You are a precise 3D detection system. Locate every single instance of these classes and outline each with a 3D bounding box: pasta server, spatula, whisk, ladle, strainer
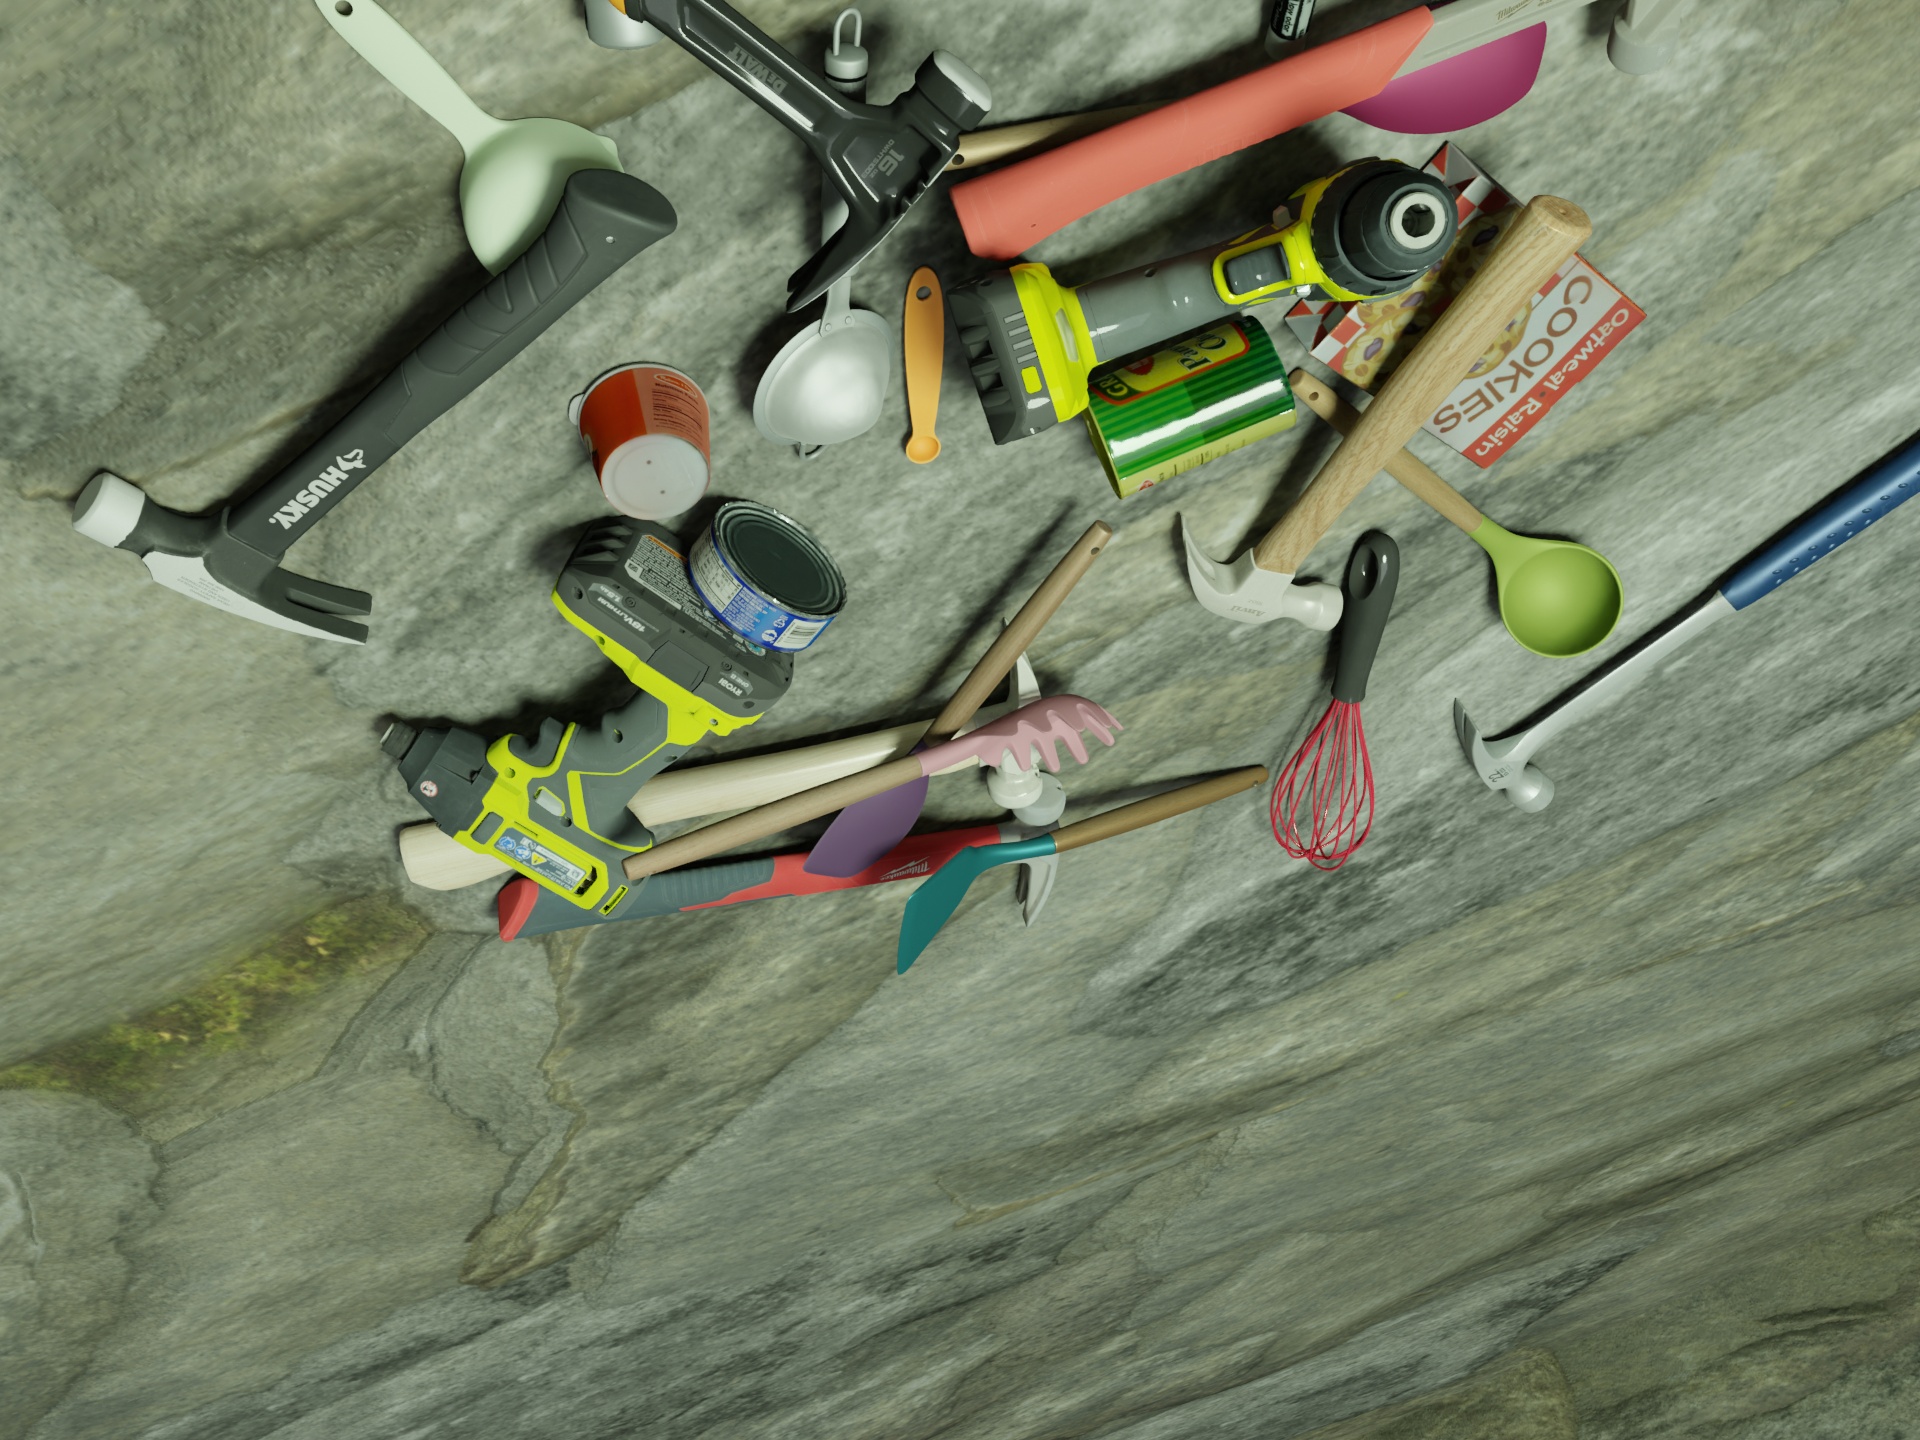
[{"bbox_3d":[-0.047,0.042,0.948,0.316,0.040,0.060,-19,159,-22],"label":"pasta server"},{"bbox_3d":[-0.002,-0.003,0.983,0.059,0.018,0.315,12,129,-37],"label":"spatula"},{"bbox_3d":[0.264,-0.005,1.100,0.073,0.073,0.295,-9,132,-11],"label":"whisk"},{"bbox_3d":[0.089,0.086,1.092,0.317,0.044,0.082,-17,138,-24],"label":"spatula"},{"bbox_3d":[0.309,-0.128,0.987,0.319,0.062,0.078,27,121,-35],"label":"ladle"},{"bbox_3d":[-0.058,-0.212,0.760,0.087,0.050,0.258,-28,147,-27],"label":"strainer"}]

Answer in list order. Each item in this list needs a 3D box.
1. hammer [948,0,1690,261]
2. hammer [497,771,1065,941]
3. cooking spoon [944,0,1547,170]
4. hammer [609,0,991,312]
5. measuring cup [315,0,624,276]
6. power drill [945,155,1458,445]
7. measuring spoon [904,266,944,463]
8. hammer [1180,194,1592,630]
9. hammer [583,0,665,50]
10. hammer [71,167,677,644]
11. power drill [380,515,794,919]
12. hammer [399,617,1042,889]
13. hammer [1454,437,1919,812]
[{"bbox_3d":[0.166,-0.298,0.724,0.359,0.037,0.149,-20,156,5],"label":"hammer"},{"bbox_3d":[-0.120,0.117,1.106,0.386,0.038,0.143,-7,138,-12],"label":"hammer"},{"bbox_3d":[0.138,-0.298,0.773,0.319,0.017,0.068,-12,139,-8],"label":"cooking spoon"},{"bbox_3d":[-0.152,-0.298,0.611,0.336,0.034,0.127,32,123,-27],"label":"hammer"},{"bbox_3d":[-0.210,-0.248,0.686,0.083,0.038,0.167,-33,138,16],"label":"measuring cup"},{"bbox_3d":[0.113,-0.204,0.750,0.228,0.191,0.080,-18,103,6],"label":"power drill"},{"bbox_3d":[-0.020,-0.188,0.843,0.021,0.011,0.116,-8,133,-11],"label":"measuring spoon"},{"bbox_3d":[0.230,-0.158,0.891,0.130,0.031,0.331,7,146,-20],"label":"hammer"},{"bbox_3d":[0.043,-0.367,0.656,0.409,0.036,0.149,-9,136,-12],"label":"hammer"},{"bbox_3d":[-0.258,-0.144,0.748,0.335,0.035,0.146,-30,138,26],"label":"hammer"},{"bbox_3d":[-0.213,0.000,0.901,0.171,0.080,0.223,34,119,-17],"label":"power drill"},{"bbox_3d":[-0.148,0.035,1.011,0.410,0.038,0.146,-12,136,-7],"label":"hammer"},{"bbox_3d":[0.534,-0.080,1.130,0.405,0.035,0.144,-40,134,22],"label":"hammer"}]
